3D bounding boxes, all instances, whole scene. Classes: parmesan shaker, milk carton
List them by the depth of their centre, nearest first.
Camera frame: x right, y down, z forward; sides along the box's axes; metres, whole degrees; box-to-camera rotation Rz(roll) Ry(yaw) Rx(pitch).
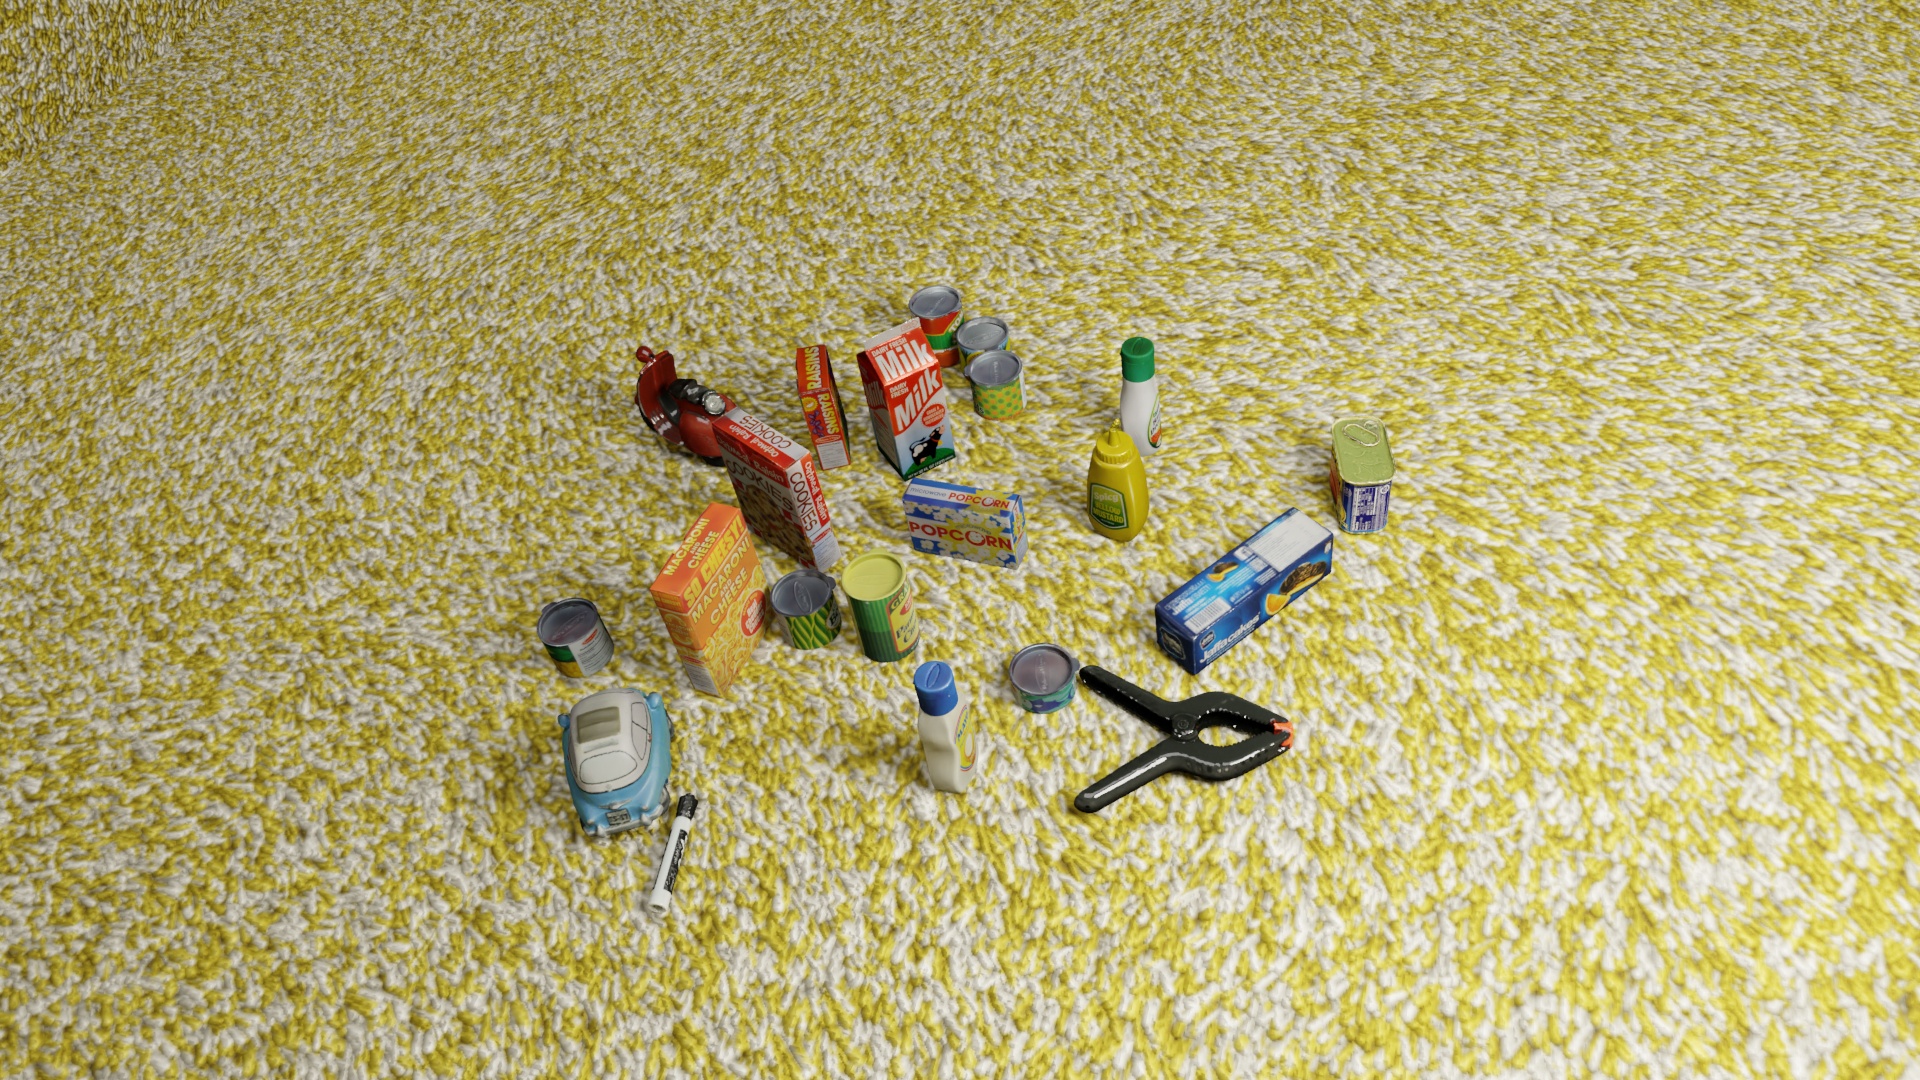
[{"bbox_3d":[-0.080,0.067,1.429,0.071,0.102,0.072,-5,46,6],"label":"parmesan shaker"},{"bbox_3d":[-0.064,-0.167,1.587,0.072,0.189,0.074,-27,48,-15],"label":"milk carton"}]

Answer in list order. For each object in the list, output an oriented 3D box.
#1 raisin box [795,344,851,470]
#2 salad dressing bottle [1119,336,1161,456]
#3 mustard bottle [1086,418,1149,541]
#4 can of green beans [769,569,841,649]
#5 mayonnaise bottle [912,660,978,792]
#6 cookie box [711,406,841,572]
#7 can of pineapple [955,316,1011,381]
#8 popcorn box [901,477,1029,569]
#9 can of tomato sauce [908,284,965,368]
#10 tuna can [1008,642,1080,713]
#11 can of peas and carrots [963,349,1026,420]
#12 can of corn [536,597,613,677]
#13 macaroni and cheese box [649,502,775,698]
[{"bbox_3d":[-0.163,-0.157,1.643,0.040,0.122,0.086,-10,46,1],"label":"raisin box"},{"bbox_3d":[0.202,-0.161,1.562,0.044,0.147,0.064,10,50,19],"label":"salad dressing bottle"},{"bbox_3d":[0.164,-0.068,1.472,0.065,0.159,0.049,19,53,26],"label":"mustard bottle"},{"bbox_3d":[-0.163,0.073,1.470,0.071,0.057,0.071,-5,46,6],"label":"can of green beans"},{"bbox_3d":[-0.014,0.170,1.289,0.041,0.147,0.065,8,49,17],"label":"mayonnaise bottle"},{"bbox_3d":[-0.201,-0.053,1.521,0.123,0.166,0.040,31,59,33],"label":"cookie box"},{"bbox_3d":[0.031,-0.235,1.725,0.071,0.057,0.071,-5,46,6],"label":"can of pineapple"},{"bbox_3d":[0.005,-0.019,1.507,0.127,0.084,0.038,10,50,19],"label":"popcorn box"},{"bbox_3d":[-0.024,-0.269,1.750,0.071,0.082,0.071,-5,46,6],"label":"can of tomato sauce"},{"bbox_3d":[0.085,0.137,1.381,0.071,0.032,0.071,-5,46,6],"label":"tuna can"},{"bbox_3d":[0.043,-0.187,1.677,0.071,0.058,0.071,-5,46,6],"label":"can of peas and carrots"},{"bbox_3d":[-0.413,0.103,1.488,0.071,0.058,0.071,-5,46,6],"label":"can of corn"},{"bbox_3d":[-0.250,0.062,1.422,0.040,0.165,0.124,12,51,21],"label":"macaroni and cheese box"}]
